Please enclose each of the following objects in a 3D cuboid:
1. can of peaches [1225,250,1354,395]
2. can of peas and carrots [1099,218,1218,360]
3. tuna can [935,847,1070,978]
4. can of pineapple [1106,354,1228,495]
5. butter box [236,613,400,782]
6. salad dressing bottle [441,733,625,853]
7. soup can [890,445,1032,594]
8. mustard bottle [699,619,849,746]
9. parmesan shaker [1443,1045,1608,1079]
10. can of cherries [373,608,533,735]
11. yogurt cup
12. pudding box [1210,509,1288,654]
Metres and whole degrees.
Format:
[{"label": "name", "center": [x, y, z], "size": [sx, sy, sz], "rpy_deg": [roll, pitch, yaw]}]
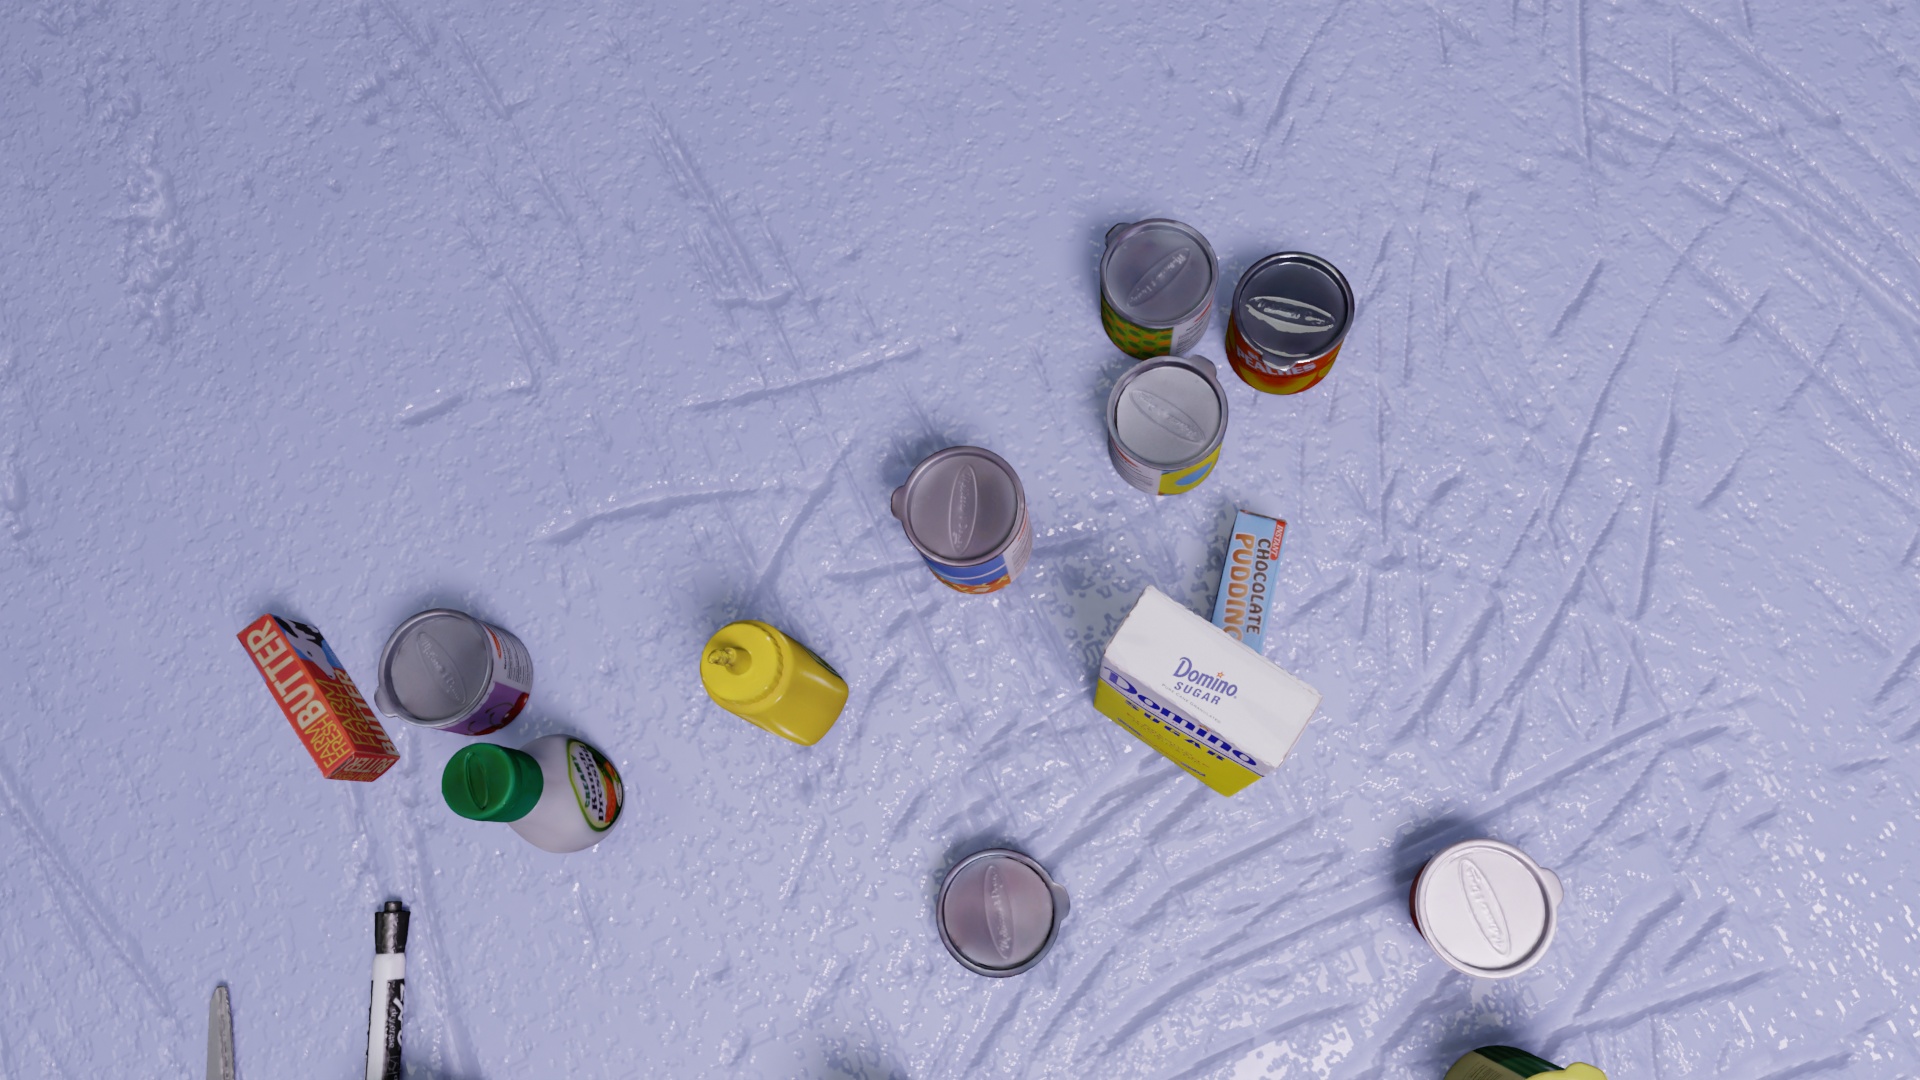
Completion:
[{"label": "can of peaches", "center": [0.185, -0.120, 0.789], "size": [0.071, 0.058, 0.071], "rpy_deg": [-1, 77, 6]}, {"label": "can of peas and carrots", "center": [0.112, -0.145, 0.802], "size": [0.071, 0.058, 0.071], "rpy_deg": [-1, 77, 6]}, {"label": "tuna can", "center": [0.024, 0.197, 0.741], "size": [0.071, 0.032, 0.071], "rpy_deg": [-1, 76, 6]}, {"label": "can of pineapple", "center": [0.117, -0.064, 0.782], "size": [0.071, 0.057, 0.071], "rpy_deg": [-1, 77, 6]}, {"label": "butter box", "center": [-0.367, 0.091, 0.796], "size": [0.024, 0.053, 0.103], "rpy_deg": [-38, 76, -3]}, {"label": "salad dressing bottle", "center": [-0.220, 0.130, 0.723], "size": [0.044, 0.147, 0.064], "rpy_deg": [-18, 76, 2]}, {"label": "soup can", "center": [0.003, -0.010, 0.767], "size": [0.071, 0.083, 0.071], "rpy_deg": [-1, 77, 6]}, {"label": "mustard bottle", "center": [-0.101, 0.070, 0.719], "size": [0.065, 0.160, 0.049], "rpy_deg": [32, 82, 12]}, {"label": "parmesan shaker", "center": [0.273, 0.277, 0.660], "size": [0.071, 0.103, 0.071], "rpy_deg": [-1, 77, 6]}, {"label": "can of cherries", "center": [-0.287, 0.077, 0.789], "size": [0.071, 0.058, 0.071], "rpy_deg": [-1, 77, 6]}, {"label": "yogurt cup", "center": [0.262, 0.187, 0.708], "size": [0.072, 0.054, 0.072], "rpy_deg": [-1, 77, 6]}, {"label": "pudding box", "center": [0.155, 0.031, 0.759], "size": [0.030, 0.049, 0.084], "rpy_deg": [13, 78, 9]}]
